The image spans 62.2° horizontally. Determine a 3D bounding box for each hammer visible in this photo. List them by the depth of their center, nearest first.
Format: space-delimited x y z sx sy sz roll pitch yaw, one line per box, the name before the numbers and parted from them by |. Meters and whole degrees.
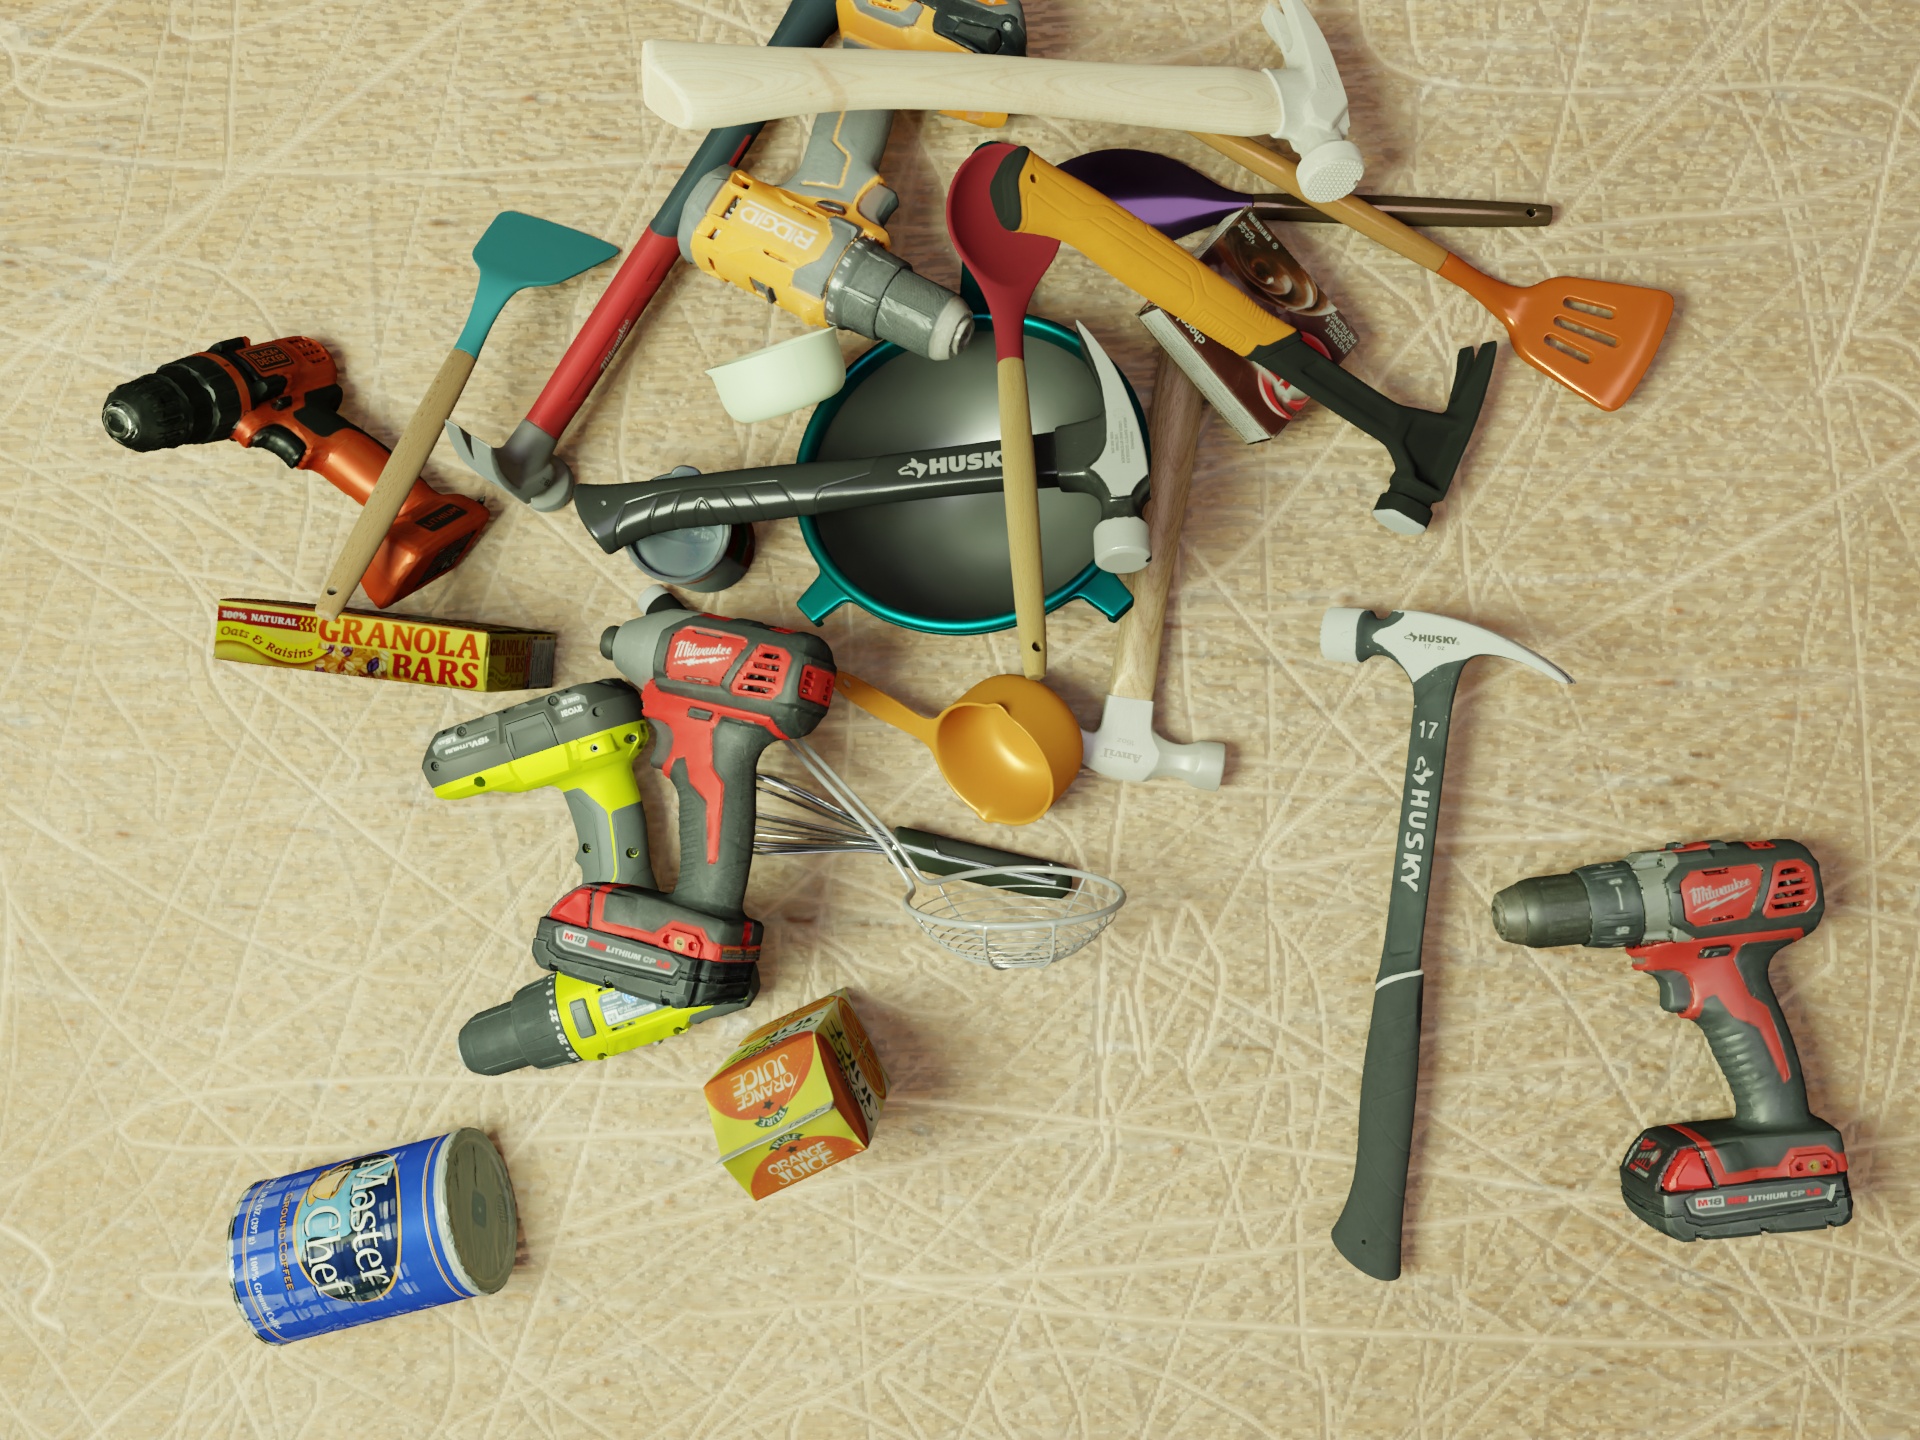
hammer | 0.028 -0.365 0.898 0.410 0.038 0.146 -5 67 -18
hammer | -0.061 -0.141 0.912 0.335 0.035 0.146 -5 70 9
hammer | 0.166 -0.237 0.922 0.336 0.034 0.127 26 85 -21
hammer | 0.275 0.139 0.968 0.149 0.036 0.409 8 95 31
hammer | -0.180 -0.307 0.974 0.038 0.143 0.386 32 88 5
hammer | 0.122 -0.127 0.998 0.130 0.031 0.331 9 90 3

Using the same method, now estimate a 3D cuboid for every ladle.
ladle | 0.031 -0.173 0.871 0.069 0.031 0.316 0 73 -11

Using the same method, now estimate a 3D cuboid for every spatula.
spatula | -0.306 -0.192 0.958 0.082 0.044 0.318 19 68 2
spatula | 0.277 -0.294 0.971 0.322 0.041 0.081 27 93 -5
spatula | 0.209 -0.325 0.999 0.316 0.018 0.060 4 94 5

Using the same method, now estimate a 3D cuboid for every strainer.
strainer | 0.016 -0.194 0.986 0.211 0.095 0.341 0 69 11

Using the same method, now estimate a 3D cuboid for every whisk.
whisk | -0.049 0.076 1.003 0.246 0.058 0.059 13 125 0

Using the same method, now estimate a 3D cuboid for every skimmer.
skimmer | -0.060 0.018 0.957 0.363 0.127 0.090 44 118 17

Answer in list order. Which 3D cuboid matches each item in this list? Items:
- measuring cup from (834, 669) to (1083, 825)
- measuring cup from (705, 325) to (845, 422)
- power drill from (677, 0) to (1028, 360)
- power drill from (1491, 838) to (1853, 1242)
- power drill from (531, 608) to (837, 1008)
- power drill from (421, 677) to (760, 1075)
measuring cup | -0.002 -0.003 0.994 0.174 0.052 0.095 28 135 25
measuring cup | -0.120 -0.203 0.958 0.083 0.168 0.038 -24 106 -18
power drill | -0.038 -0.333 0.957 0.185 0.084 0.226 28 79 11
power drill | 0.427 0.188 0.957 0.188 0.080 0.227 -7 87 4
power drill | -0.163 0.045 0.917 0.143 0.078 0.220 13 87 19
power drill | -0.250 0.103 1.001 0.190 0.080 0.228 -18 91 3
